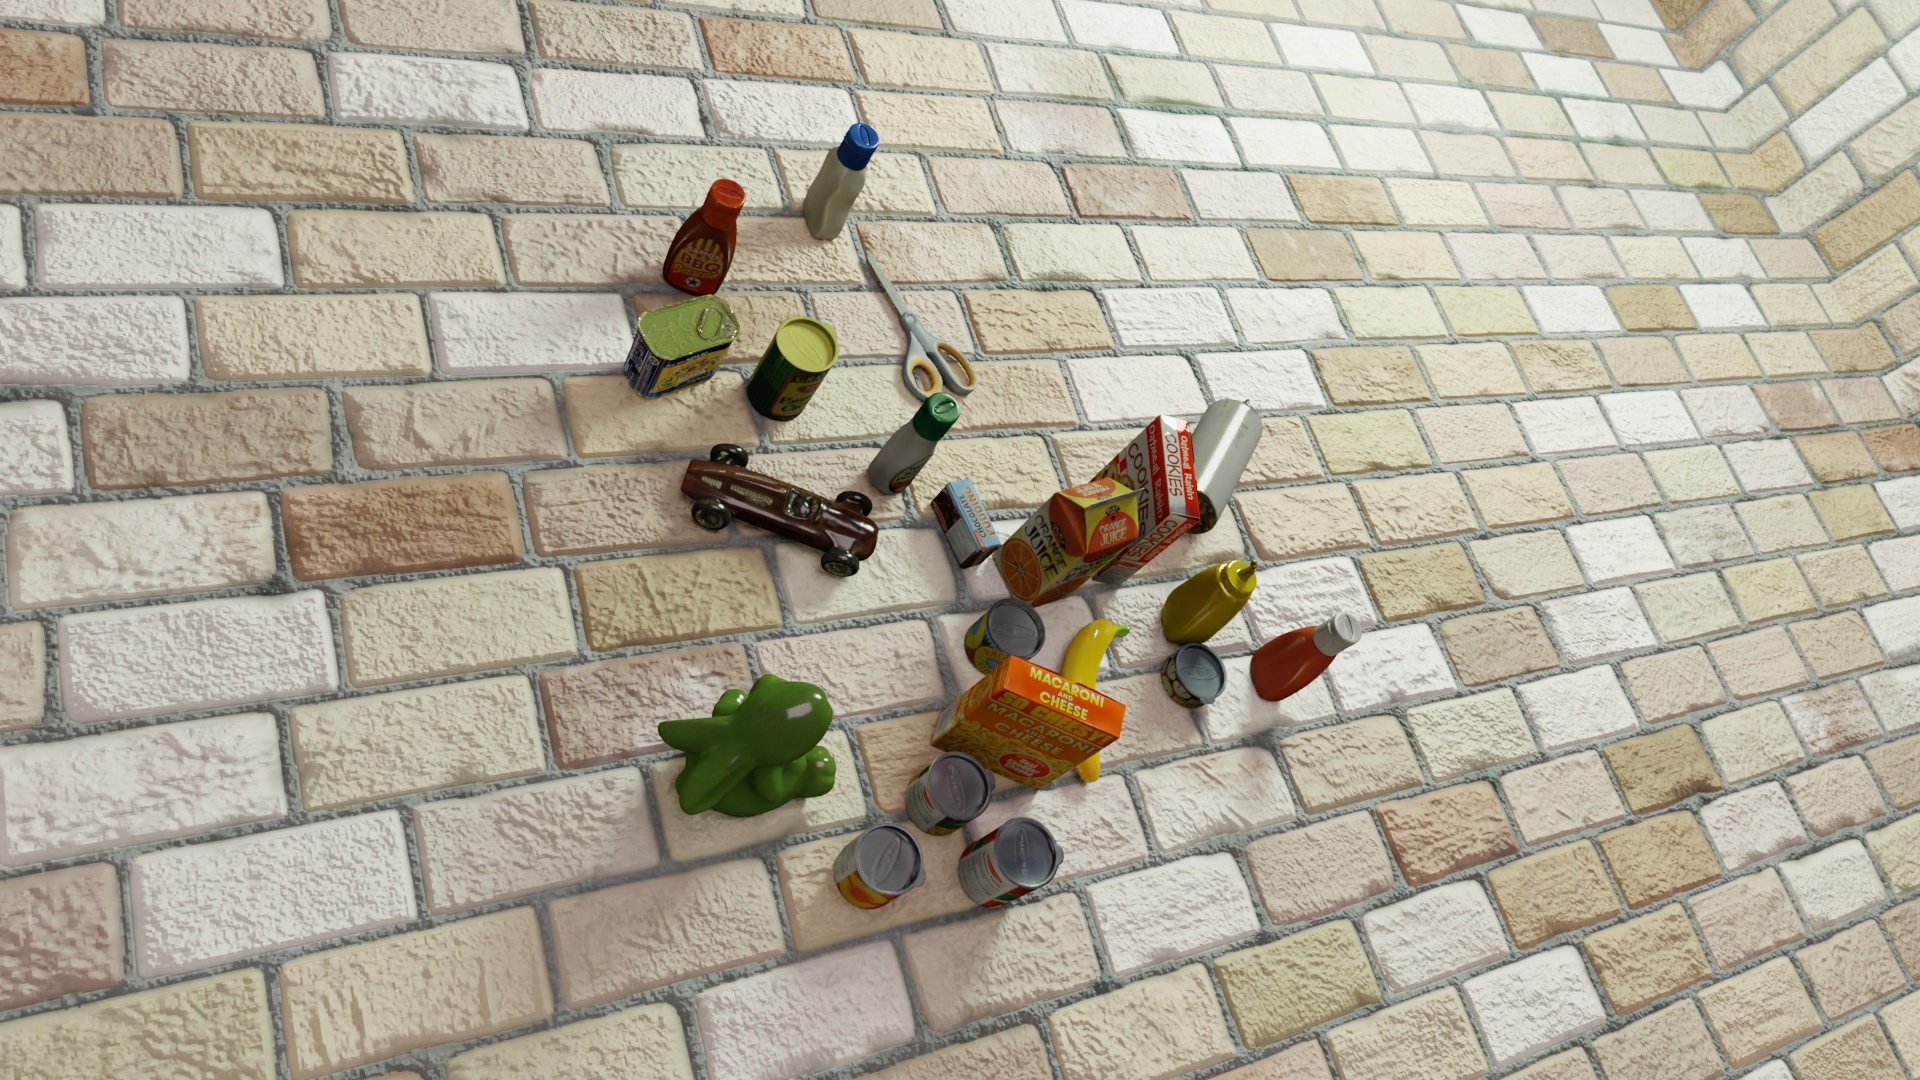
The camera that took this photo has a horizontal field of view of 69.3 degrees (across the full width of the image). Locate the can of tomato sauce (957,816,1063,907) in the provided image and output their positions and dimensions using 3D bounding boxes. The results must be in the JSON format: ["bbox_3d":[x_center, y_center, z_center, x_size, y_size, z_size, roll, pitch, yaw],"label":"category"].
[{"bbox_3d":[0.045,0.300,1.292,0.071,0.082,0.071,12,59,-21],"label":"can of tomato sauce"}]

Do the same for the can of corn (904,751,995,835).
[{"bbox_3d":[-0.010,0.240,1.312,0.071,0.058,0.071,12,59,-21],"label":"can of corn"}]

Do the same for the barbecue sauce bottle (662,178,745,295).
[{"bbox_3d":[-0.259,-0.313,1.431,0.065,0.148,0.044,16,58,-19],"label":"barbecue sauce bottle"}]

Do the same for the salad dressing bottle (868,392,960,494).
[{"bbox_3d":[-0.047,-0.100,1.424,0.064,0.147,0.044,-29,80,-36],"label":"salad dressing bottle"}]

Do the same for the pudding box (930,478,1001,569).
[{"bbox_3d":[0.005,-0.018,1.467,0.030,0.049,0.084,-16,72,-33],"label":"pudding box"}]

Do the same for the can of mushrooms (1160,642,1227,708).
[{"bbox_3d":[0.254,0.150,1.513,0.071,0.033,0.071,12,59,-21],"label":"can of mushrooms"}]

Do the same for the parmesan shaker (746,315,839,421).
[{"bbox_3d":[-0.172,-0.176,1.430,0.071,0.102,0.071,12,59,-21],"label":"parmesan shaker"}]

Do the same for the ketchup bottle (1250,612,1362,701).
[{"bbox_3d":[0.377,0.123,1.519,0.043,0.148,0.065,9,60,-23],"label":"ketchup bottle"}]

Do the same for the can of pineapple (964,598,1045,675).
[{"bbox_3d":[0.044,0.102,1.416,0.071,0.057,0.071,12,59,-21],"label":"can of pineapple"}]

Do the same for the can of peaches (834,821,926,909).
[{"bbox_3d":[-0.072,0.295,1.250,0.071,0.057,0.071,12,59,-21],"label":"can of peaches"}]

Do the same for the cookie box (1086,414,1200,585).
[{"bbox_3d":[0.195,-0.042,1.505,0.040,0.166,0.123,11,60,-22],"label":"cookie box"}]

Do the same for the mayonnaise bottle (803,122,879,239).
[{"bbox_3d":[-0.133,-0.402,1.546,0.041,0.147,0.065,-4,66,-29],"label":"mayonnaise bottle"}]

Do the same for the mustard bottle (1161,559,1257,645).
[{"bbox_3d":[0.276,0.060,1.494,0.049,0.159,0.065,10,60,-22],"label":"mustard bottle"}]

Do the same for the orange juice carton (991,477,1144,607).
[{"bbox_3d":[0.115,-0.002,1.426,0.072,0.191,0.073,-16,72,-33],"label":"orange juice carton"}]

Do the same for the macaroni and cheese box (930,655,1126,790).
[{"bbox_3d":[0.061,0.175,1.317,0.124,0.165,0.040,25,55,-14],"label":"macaroni and cheese box"}]
